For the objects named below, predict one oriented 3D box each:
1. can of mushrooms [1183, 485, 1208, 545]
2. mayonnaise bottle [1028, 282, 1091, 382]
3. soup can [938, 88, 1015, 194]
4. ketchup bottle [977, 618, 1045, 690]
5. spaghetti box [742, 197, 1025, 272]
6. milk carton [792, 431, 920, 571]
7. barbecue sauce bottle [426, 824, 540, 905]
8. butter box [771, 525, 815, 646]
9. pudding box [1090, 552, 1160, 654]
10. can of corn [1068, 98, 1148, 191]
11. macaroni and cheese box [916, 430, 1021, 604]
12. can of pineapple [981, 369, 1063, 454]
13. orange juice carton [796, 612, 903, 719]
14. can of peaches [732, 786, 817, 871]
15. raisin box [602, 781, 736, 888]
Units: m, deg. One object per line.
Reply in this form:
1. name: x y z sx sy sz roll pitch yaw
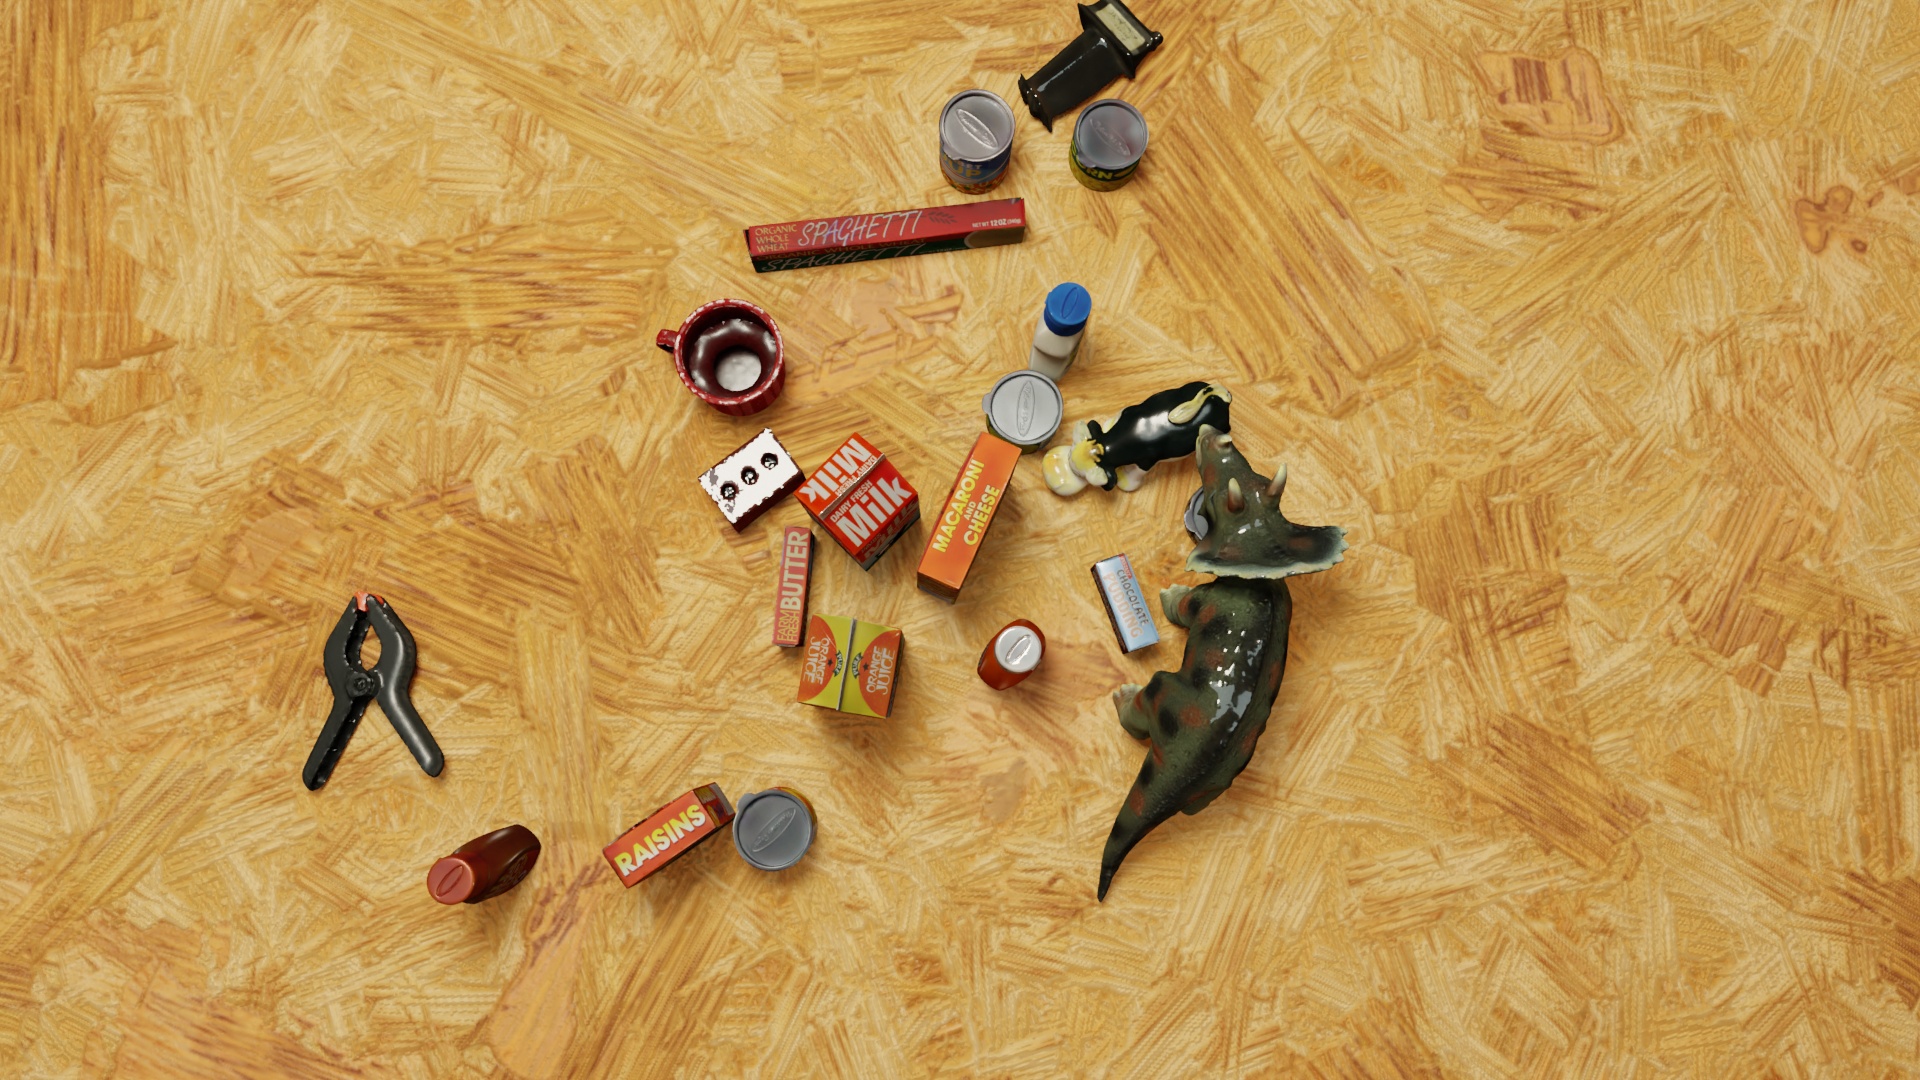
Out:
1. can of mushrooms: 0.230 -0.021 1.228 0.071 0.033 0.071 0 83 -1
2. mayonnaise bottle: 0.086 -0.181 1.188 0.041 0.148 0.065 23 83 2
3. soup can: 0.011 -0.353 1.241 0.071 0.083 0.071 0 83 -1
4. ketchup bottle: 0.045 0.093 1.150 0.043 0.148 0.065 39 84 3
5. spaghetti box: -0.066 -0.274 1.245 0.250 0.050 0.029 -7 83 -2
6. milk carton: -0.083 -0.031 1.142 0.073 0.190 0.072 44 84 4
7. barbecue sauce bottle: -0.386 0.264 1.116 0.044 0.148 0.065 39 84 3
8. butter box: -0.144 0.041 1.200 0.024 0.053 0.103 6 82 -1
9. pudding box: 0.143 0.055 1.207 0.030 0.049 0.084 -20 84 -4
10. can of corn: 0.131 -0.355 1.257 0.071 0.058 0.071 0 83 -1
11. macaroni and cheese box: 0.004 -0.014 1.154 0.040 0.166 0.124 24 83 2
12. can of pineapple: 0.054 -0.113 1.223 0.071 0.058 0.071 0 83 -1
13. orange juice carton: -0.087 0.103 1.123 0.073 0.192 0.072 10 83 0
14. can of peaches: -0.157 0.240 1.171 0.071 0.058 0.071 0 83 -1
15. raisin box: -0.235 0.238 1.136 0.086 0.123 0.040 -34 85 -5
